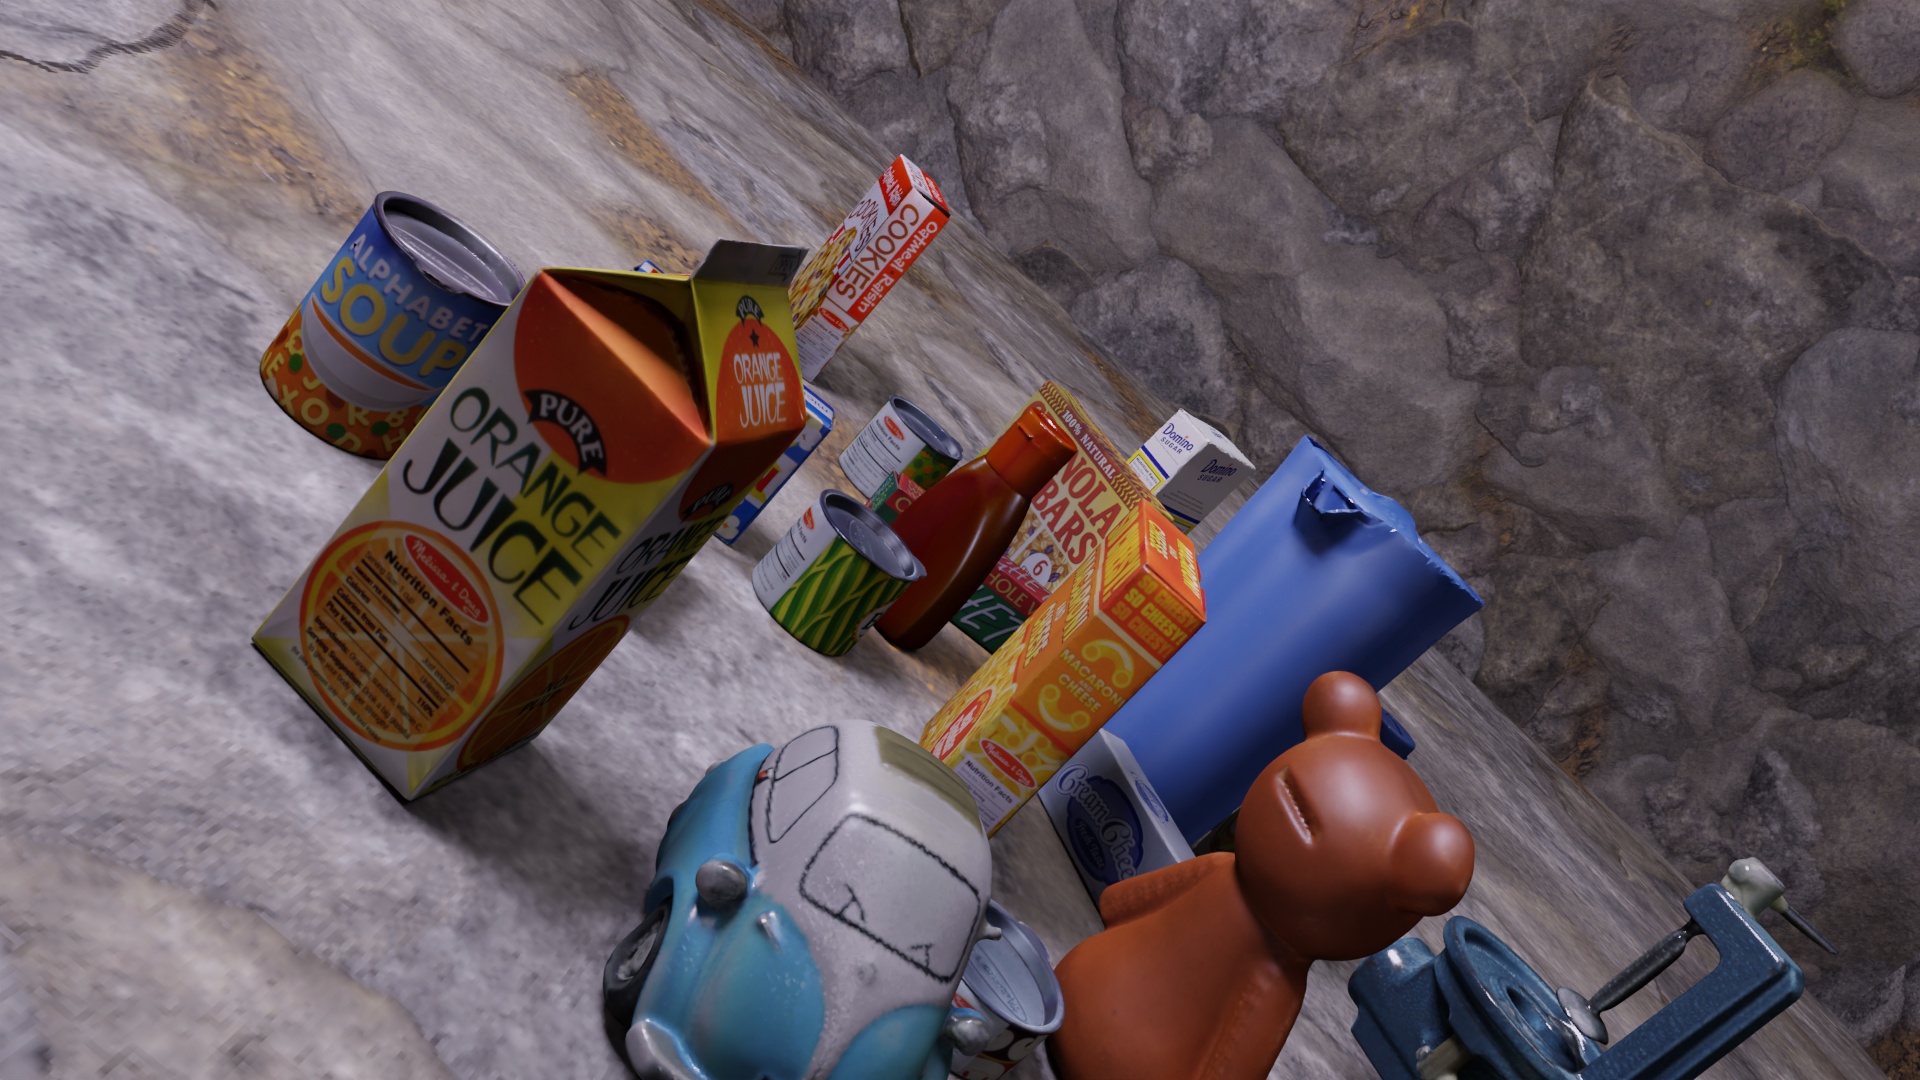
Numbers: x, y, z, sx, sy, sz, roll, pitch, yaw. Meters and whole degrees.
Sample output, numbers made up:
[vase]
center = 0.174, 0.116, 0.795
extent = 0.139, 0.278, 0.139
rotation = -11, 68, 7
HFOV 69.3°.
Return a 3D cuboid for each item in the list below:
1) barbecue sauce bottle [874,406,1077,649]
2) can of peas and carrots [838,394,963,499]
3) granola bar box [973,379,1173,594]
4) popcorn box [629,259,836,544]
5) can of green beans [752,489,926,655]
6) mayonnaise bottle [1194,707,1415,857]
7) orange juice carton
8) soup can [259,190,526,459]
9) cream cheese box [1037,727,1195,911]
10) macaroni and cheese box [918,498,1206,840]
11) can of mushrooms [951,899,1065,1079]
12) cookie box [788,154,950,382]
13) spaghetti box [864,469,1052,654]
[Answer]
[barbecue sauce bottle]
center = 0.003, -0.010, 0.780
extent = 0.043, 0.148, 0.065
rotation = 23, 25, -53
[can of peas and carrots]
center = -0.041, -0.058, 0.968
extent = 0.071, 0.058, 0.071
rotation = 39, 16, -13
[granola bar box]
center = 0.069, -0.025, 1.029
extent = 0.039, 0.124, 0.166
rotation = 30, 20, -41
[popcorn box]
center = -0.138, -0.070, 0.710
extent = 0.126, 0.085, 0.038
rotation = 39, 16, -15
[can of green beans]
center = -0.064, 0.017, 0.714
extent = 0.071, 0.057, 0.071
rotation = 39, 16, -13
[mayonnaise bottle]
center = 0.205, 0.159, 0.831
extent = 0.041, 0.147, 0.065
rotation = 41, 15, -9
[orange juice carton]
center = -0.117, -0.018, 0.422
extent = 0.073, 0.192, 0.072
rotation = 44, 15, 5
[soup can]
center = -0.221, -0.082, 0.542
extent = 0.071, 0.083, 0.071
rotation = 39, 16, -13
[cream cheese box]
center = 0.082, 0.152, 0.723
extent = 0.024, 0.053, 0.104
rotation = 31, 20, -39
[macaroni and cheese box]
center = 0.043, 0.065, 0.647
extent = 0.040, 0.166, 0.124
rotation = 42, 15, -5
[can of mushrooms]
center = 0.006, 0.169, 0.530
extent = 0.071, 0.033, 0.071
rotation = 39, 16, -13
[cookie box]
center = -0.080, -0.215, 1.084
extent = 0.040, 0.167, 0.123
rotation = 37, 16, -22
[spaghetti box]
center = 0.038, 0.052, 0.887
extent = 0.250, 0.050, 0.029
rotation = 39, 16, -15
